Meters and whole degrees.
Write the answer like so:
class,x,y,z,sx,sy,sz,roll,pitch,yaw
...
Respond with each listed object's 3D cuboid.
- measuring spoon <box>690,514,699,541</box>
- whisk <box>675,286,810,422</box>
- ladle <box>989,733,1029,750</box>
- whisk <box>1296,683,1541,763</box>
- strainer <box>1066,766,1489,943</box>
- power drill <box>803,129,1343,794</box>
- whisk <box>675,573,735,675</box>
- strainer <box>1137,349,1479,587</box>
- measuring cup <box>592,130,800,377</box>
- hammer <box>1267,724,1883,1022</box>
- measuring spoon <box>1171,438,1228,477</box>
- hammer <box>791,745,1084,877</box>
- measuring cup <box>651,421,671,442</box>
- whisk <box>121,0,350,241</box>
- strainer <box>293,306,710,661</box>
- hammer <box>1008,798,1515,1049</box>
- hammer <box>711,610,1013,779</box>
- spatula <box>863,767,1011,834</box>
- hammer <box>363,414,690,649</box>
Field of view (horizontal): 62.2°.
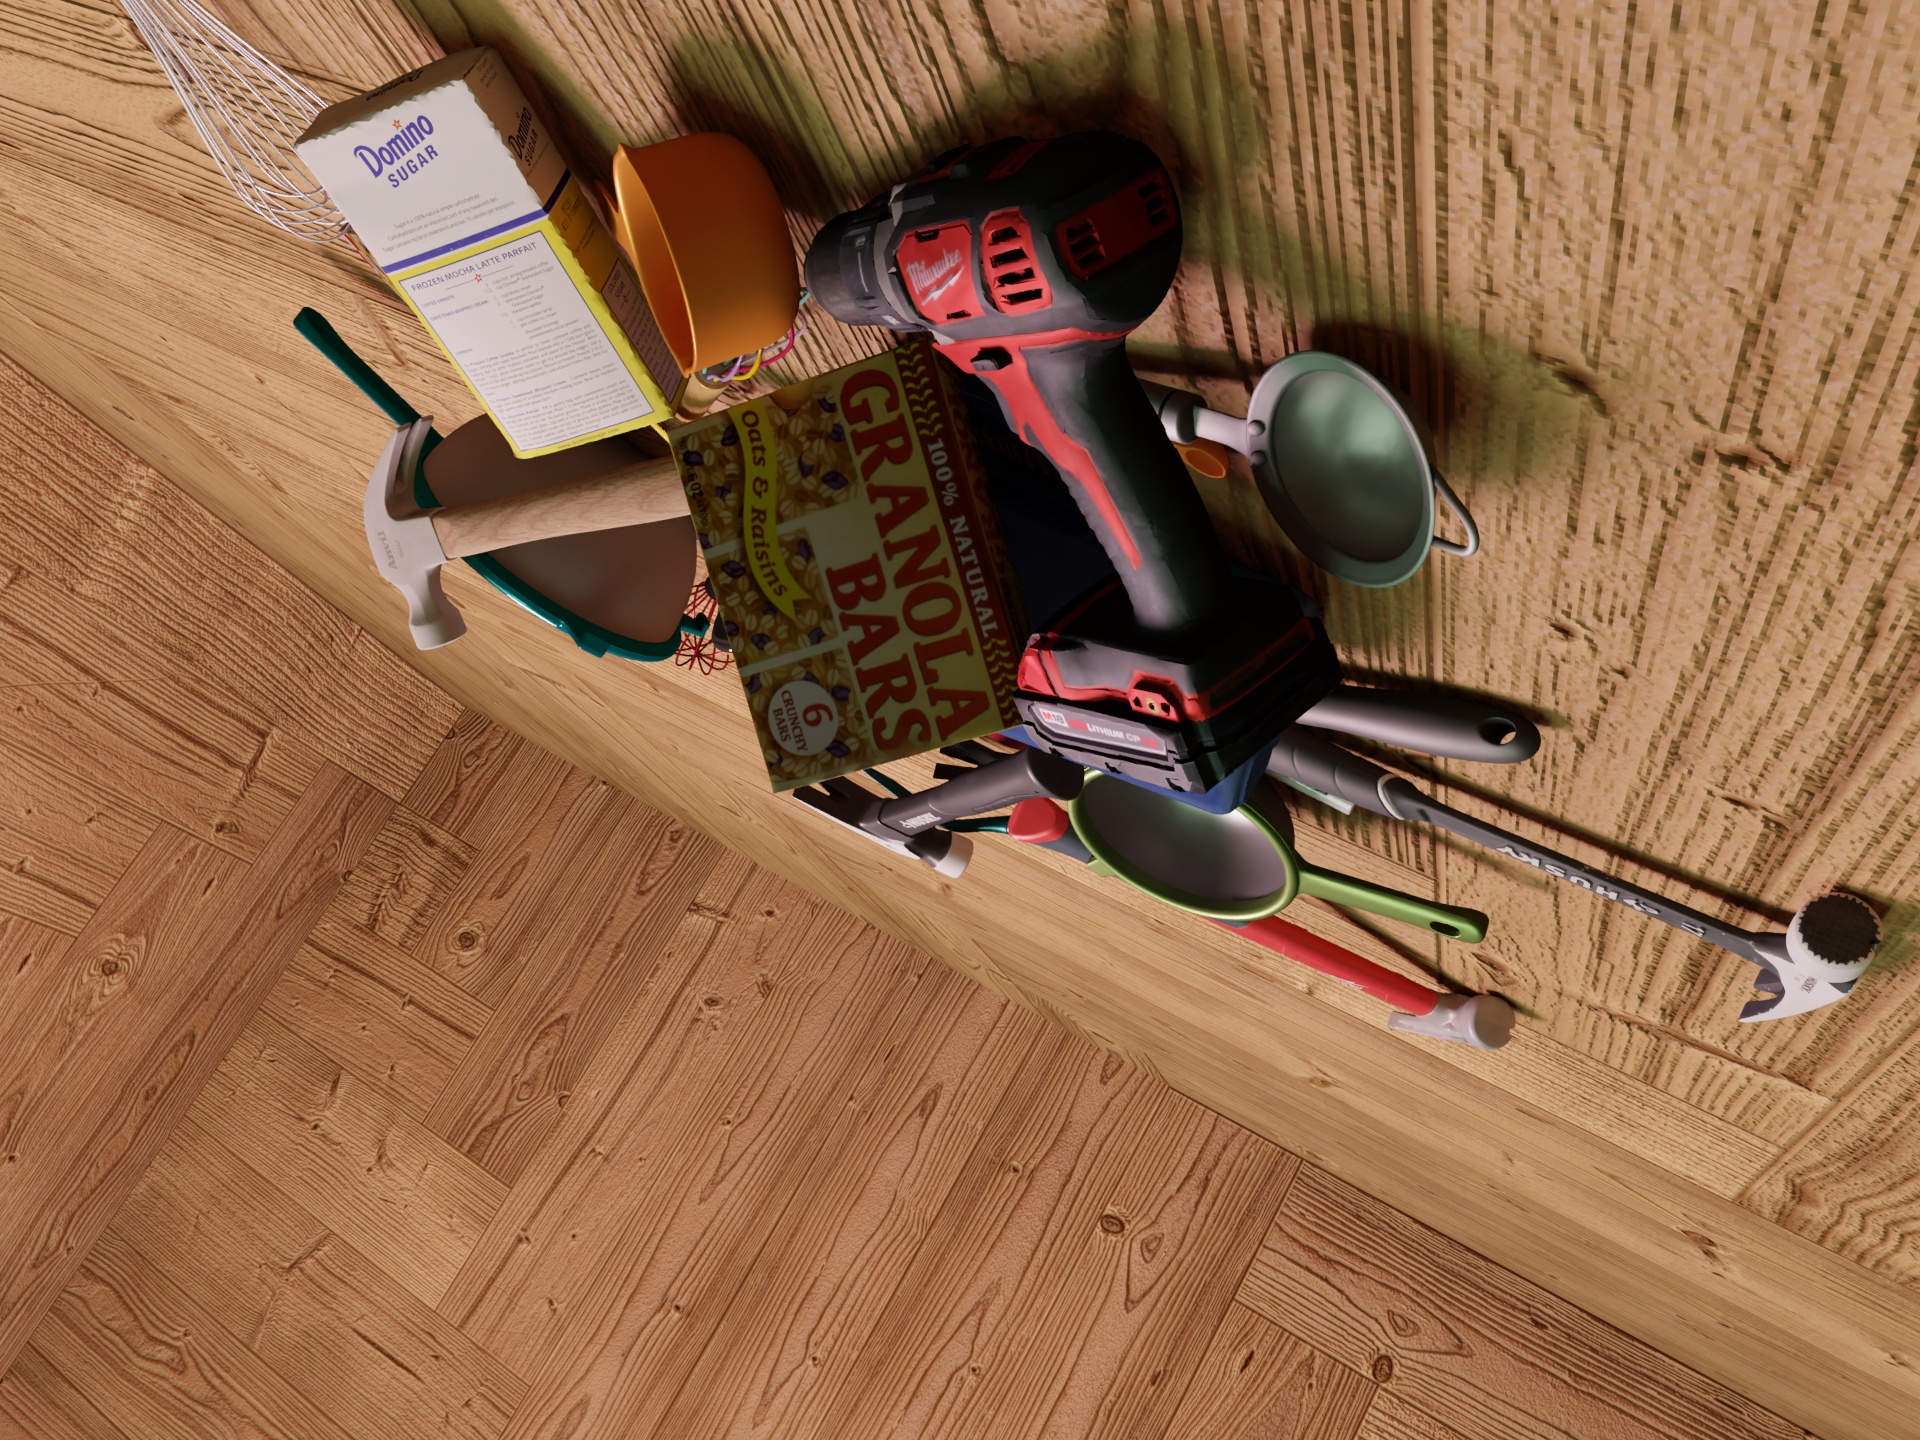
class,x,y,z,sx,sy,sz,roll,pitch,yaw
measuring spoon,-0.203,-0.141,1.176,0.034,0.018,0.124,26,174,-11
whisk,-0.119,-0.184,0.795,0.047,0.051,0.245,56,166,-10
ladle,-0.002,-0.003,0.951,0.069,0.031,0.315,11,180,23
whisk,0.168,-0.007,0.780,0.239,0.055,0.055,12,157,43
strainer,0.192,0.067,0.955,0.256,0.069,0.151,17,146,21
power drill,0.031,-0.096,0.583,0.188,0.080,0.226,16,137,56
whisk,-0.184,-0.095,1.209,0.073,0.073,0.296,32,160,-5
strainer,0.090,-0.112,0.587,0.259,0.050,0.086,27,141,40
measuring cup,-0.115,-0.208,0.667,0.174,0.052,0.095,-128,22,-52
hammer,0.248,0.048,0.832,0.409,0.036,0.149,25,166,26
measuring spoon,0.061,-0.129,0.659,0.117,0.011,0.021,29,168,24
hammer,-0.008,0.050,1.054,0.146,0.035,0.335,27,162,-14
measuring cup,-0.178,-0.193,0.865,0.156,0.029,0.062,47,171,-36
whisk,-0.385,-0.343,0.749,0.070,0.070,0.284,20,158,38
strainer,-0.294,-0.183,1.047,0.340,0.095,0.211,43,-167,4
hammer,0.206,0.147,1.160,0.386,0.038,0.143,26,169,-11
hammer,-0.054,-0.009,1.096,0.127,0.034,0.336,8,168,37
spatula,0.063,0.071,1.197,0.317,0.044,0.082,6,167,23
hammer,-0.196,-0.124,0.876,0.331,0.031,0.130,-7,112,25
